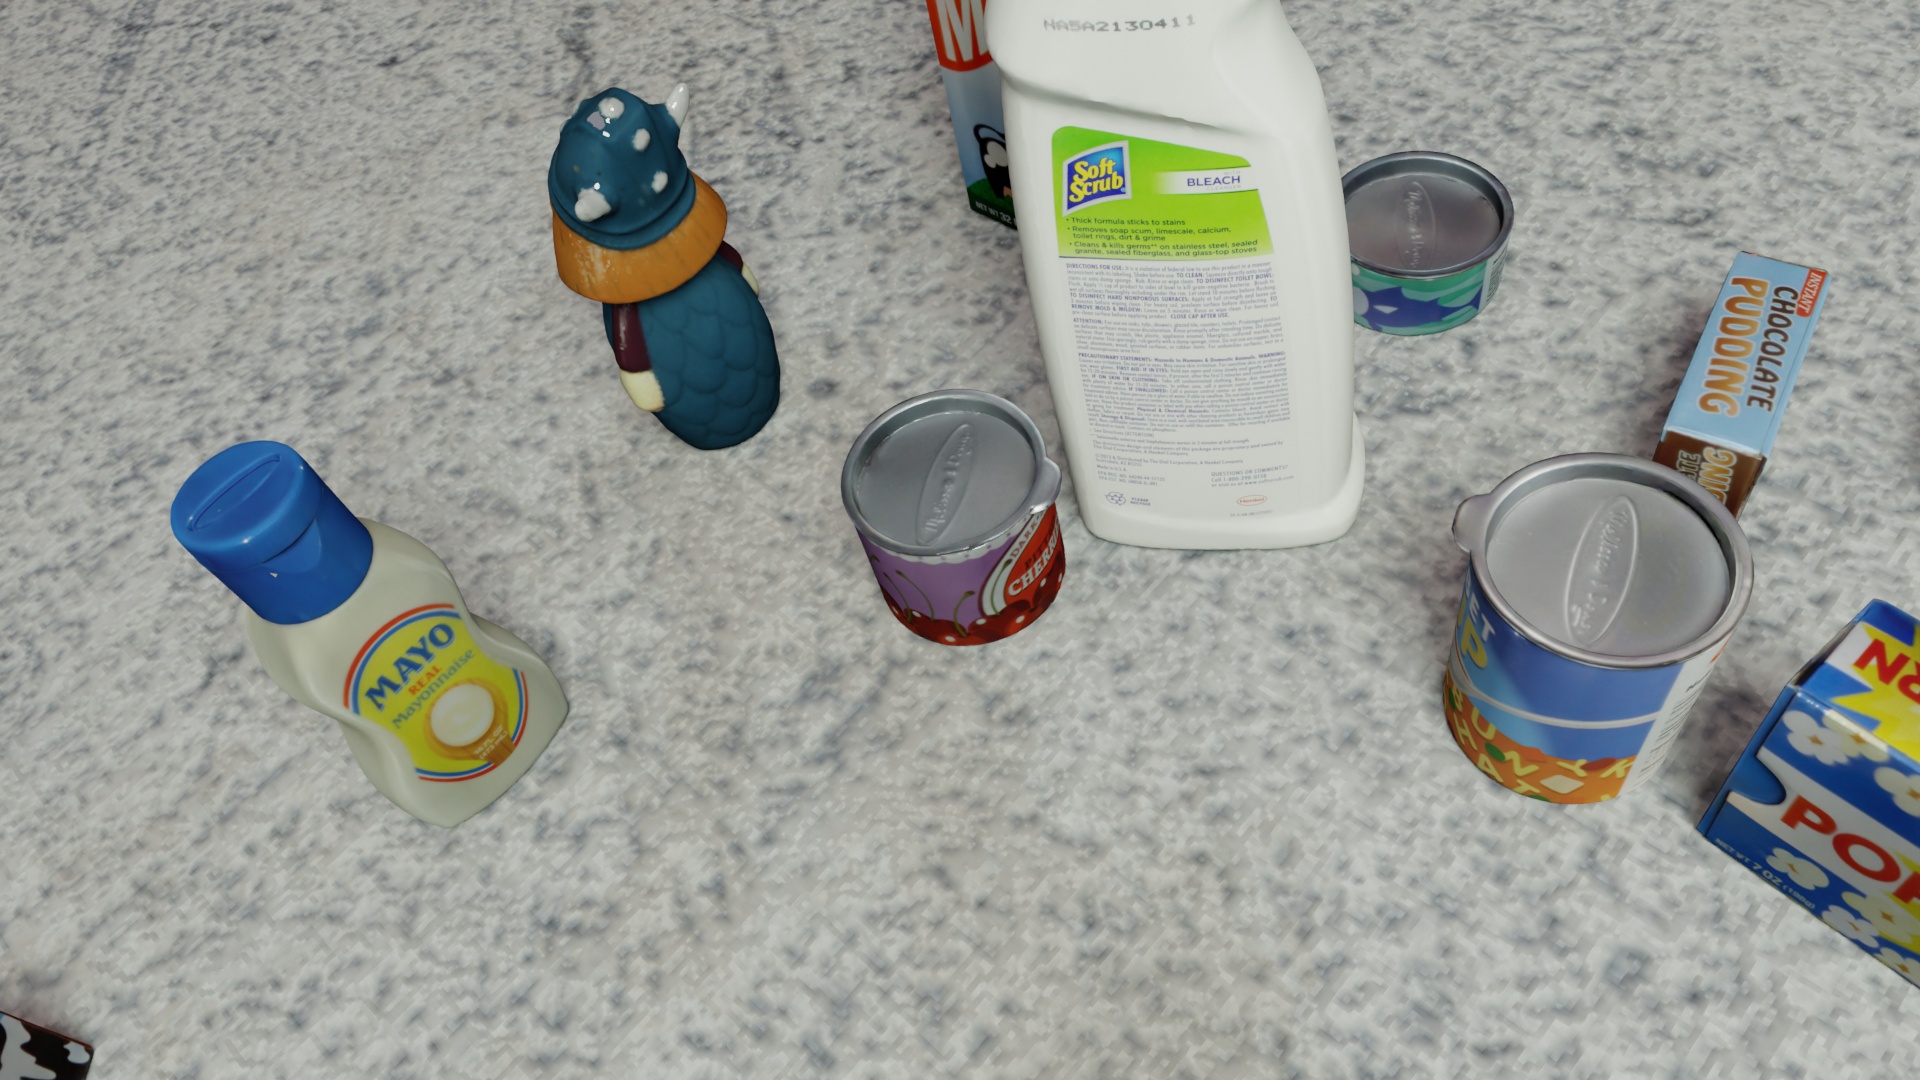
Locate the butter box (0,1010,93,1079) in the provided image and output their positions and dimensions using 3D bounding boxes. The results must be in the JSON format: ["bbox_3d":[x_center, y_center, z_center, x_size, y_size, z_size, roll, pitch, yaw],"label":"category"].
[{"bbox_3d":[-0.283,0.186,0.384,0.024,0.053,0.104,-6,54,8],"label":"butter box"}]

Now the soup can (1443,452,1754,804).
[{"bbox_3d":[0.169,0.026,0.385,0.071,0.083,0.072,-6,54,8],"label":"soup can"}]

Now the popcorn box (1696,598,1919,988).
[{"bbox_3d":[0.252,0.081,0.327,0.038,0.084,0.127,-40,57,-16],"label":"popcorn box"}]

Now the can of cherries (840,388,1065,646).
[{"bbox_3d":[0.002,-0.006,0.458,0.071,0.058,0.072,-6,54,8],"label":"can of cherries"}]

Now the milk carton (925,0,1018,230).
[{"bbox_3d":[0.037,-0.201,0.509,0.072,0.189,0.074,31,66,28],"label":"milk carton"}]

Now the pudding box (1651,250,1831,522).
[{"bbox_3d":[0.245,-0.045,0.441,0.030,0.049,0.084,22,62,25],"label":"pudding box"}]

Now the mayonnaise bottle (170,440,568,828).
[{"bbox_3d":[-0.173,0.030,0.414,0.041,0.147,0.065,30,66,28],"label":"mayonnaise bottle"}]

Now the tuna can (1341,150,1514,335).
[{"bbox_3d":[0.165,-0.110,0.514,0.071,0.032,0.071,-6,54,8],"label":"tuna can"}]
